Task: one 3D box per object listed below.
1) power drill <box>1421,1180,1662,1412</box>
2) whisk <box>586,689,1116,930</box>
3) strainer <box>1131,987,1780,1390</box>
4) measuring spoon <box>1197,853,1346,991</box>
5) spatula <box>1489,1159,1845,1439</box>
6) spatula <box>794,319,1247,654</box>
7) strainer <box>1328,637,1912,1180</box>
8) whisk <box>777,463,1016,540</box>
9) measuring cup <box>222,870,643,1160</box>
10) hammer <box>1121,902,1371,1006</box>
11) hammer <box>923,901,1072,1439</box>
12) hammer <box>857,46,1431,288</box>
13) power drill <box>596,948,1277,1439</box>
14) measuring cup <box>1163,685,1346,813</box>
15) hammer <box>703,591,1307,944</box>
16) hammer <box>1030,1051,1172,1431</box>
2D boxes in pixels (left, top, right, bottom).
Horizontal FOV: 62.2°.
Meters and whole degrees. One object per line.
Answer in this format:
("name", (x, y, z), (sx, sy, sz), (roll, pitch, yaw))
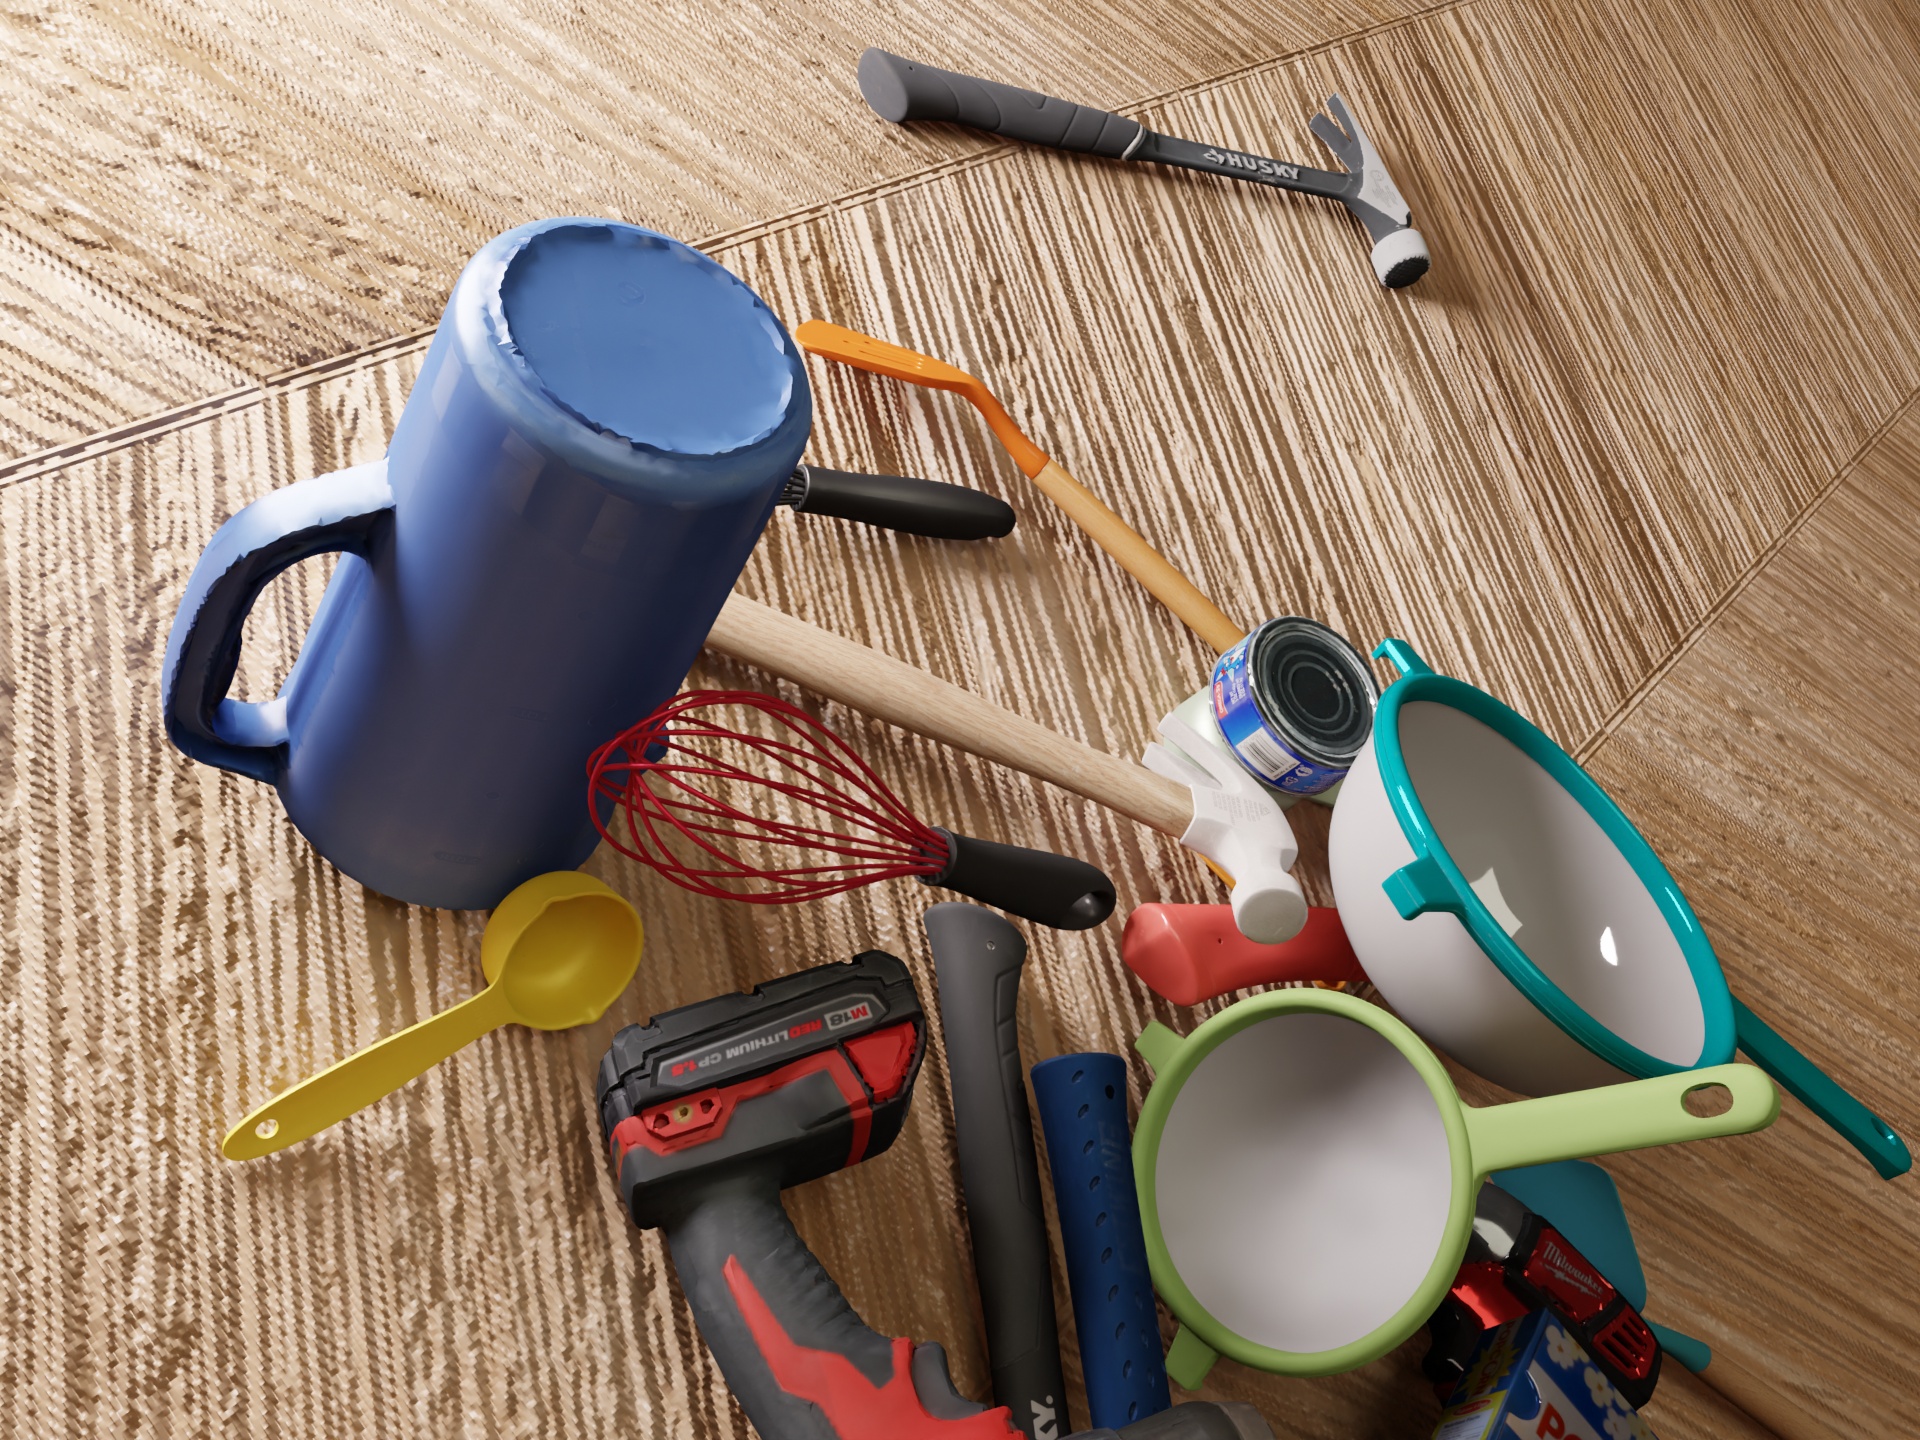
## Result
("power drill", (0.204, 0.293, 0.660), (0.143, 0.078, 0.220), (45, 48, -1))
("whisk", (-0.021, 0.047, 0.599), (0.295, 0.073, 0.073), (23, 50, -51))
("strainer", (0.192, 0.176, 0.631), (0.069, 0.256, 0.152), (32, 47, -47))
("measuring spoon", (0.146, 0.089, 0.782), (0.117, 0.011, 0.021), (47, 48, 5))
("spatula", (0.377, 0.309, 0.766), (0.317, 0.082, 0.044), (37, 68, -14))
("spatula", (0.052, -0.107, 0.818), (0.322, 0.041, 0.081), (40, 17, -14))
("strainer", (0.283, 0.125, 0.722), (0.340, 0.095, 0.211), (38, 33, -13))
("whisk", (-0.073, -0.110, 0.743), (0.238, 0.055, 0.055), (5, 62, -32))
("measuring cup", (-0.187, 0.104, 0.564), (0.156, 0.062, 0.029), (-29, 40, -25))
("hammer", (0.233, 0.104, 0.793), (0.358, 0.036, 0.149), (6, 58, -30))
("hammer", (0.018, 0.230, 0.610), (0.146, 0.035, 0.335), (7, 61, -28))
("hammer", (0.123, -0.369, 1.009), (0.408, 0.036, 0.149), (1, 63, -30))
("power drill", (-0.014, 0.196, 0.532), (0.188, 0.080, 0.227), (-15, 59, -18))
("measuring cup", (0.185, 0.025, 0.819), (0.167, 0.038, 0.083), (15, 57, -20))
("hammer", (-0.001, -0.002, 0.710), (0.331, 0.031, 0.130), (23, 26, -10))
("hammer", (0.068, 0.316, 0.541), (0.144, 0.035, 0.406), (10, 58, -33))
